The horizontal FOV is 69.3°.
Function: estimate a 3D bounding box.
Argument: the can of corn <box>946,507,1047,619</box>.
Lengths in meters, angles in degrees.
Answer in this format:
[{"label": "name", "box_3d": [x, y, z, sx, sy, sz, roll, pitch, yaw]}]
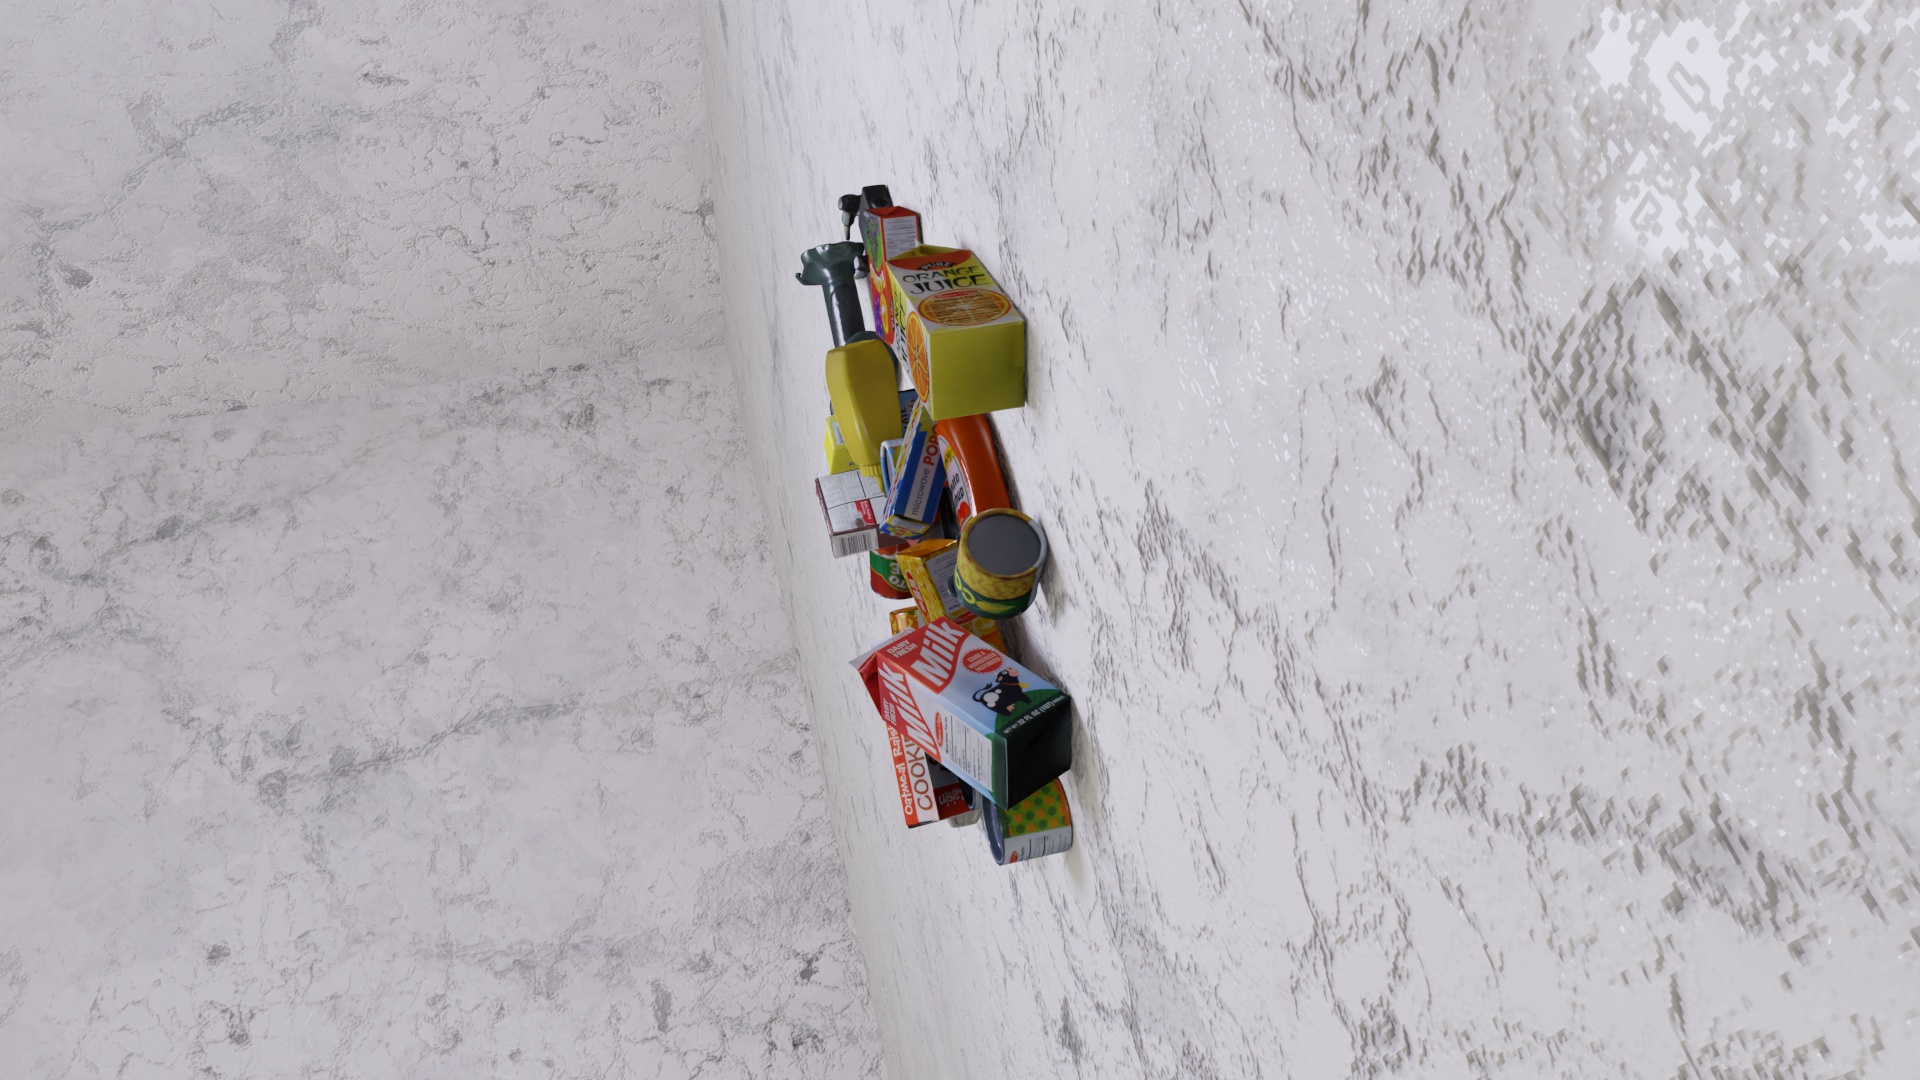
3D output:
[{"label": "can of corn", "box_3d": [0.027, 0.018, 1.048, 0.058, 0.071, 0.071, 100, 157, -56]}]

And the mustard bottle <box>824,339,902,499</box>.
[{"label": "mustard bottle", "box_3d": [-0.089, -0.114, 1.364, 0.049, 0.065, 0.159, 8, 112, 53]}]

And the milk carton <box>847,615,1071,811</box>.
[{"label": "milk carton", "box_3d": [-0.004, 0.123, 1.097, 0.191, 0.072, 0.073, 29, 134, 39]}]

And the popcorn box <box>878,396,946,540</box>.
[{"label": "popcorn box", "box_3d": [-0.032, -0.068, 1.213, 0.085, 0.038, 0.127, 139, 147, -76]}]

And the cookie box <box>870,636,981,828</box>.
[{"label": "cookie box", "box_3d": [-0.017, 0.168, 1.271, 0.040, 0.123, 0.167, -17, 80, 32]}]

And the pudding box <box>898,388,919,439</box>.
[{"label": "pudding box", "box_3d": [-0.052, -0.110, 1.406, 0.049, 0.030, 0.083, 176, 84, -78]}]

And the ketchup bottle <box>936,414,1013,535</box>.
[{"label": "ketchup bottle", "box_3d": [0.007, -0.070, 1.138, 0.064, 0.043, 0.149, 107, 151, -63]}]

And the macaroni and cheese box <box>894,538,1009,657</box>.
[{"label": "macaroni and cheese box", "box_3d": [0.002, 0.082, 1.199, 0.166, 0.040, 0.123, 67, 169, -5]}]

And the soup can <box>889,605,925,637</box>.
[{"label": "soup can", "box_3d": [-0.037, 0.109, 1.418, 0.071, 0.071, 0.083, 179, 82, -78]}]

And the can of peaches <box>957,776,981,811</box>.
[{"label": "can of peaches", "box_3d": [0.029, 0.195, 1.209, 0.071, 0.058, 0.071, 172, 88, -78]}]

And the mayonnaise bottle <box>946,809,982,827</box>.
[{"label": "mayonnaise bottle", "box_3d": [-0.013, 0.230, 1.478, 0.149, 0.041, 0.064, -111, 18, -47]}]

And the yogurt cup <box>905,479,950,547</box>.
[{"label": "yogurt cup", "box_3d": [-0.026, -0.018, 1.285, 0.072, 0.072, 0.054, 94, 154, -47]}]

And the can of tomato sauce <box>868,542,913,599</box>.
[{"label": "can of tomato sauce", "box_3d": [-0.064, 0.012, 1.476, 0.071, 0.071, 0.082, -117, 22, -54]}]

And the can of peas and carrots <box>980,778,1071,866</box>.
[{"label": "can of peas and carrots", "box_3d": [0.052, 0.222, 1.125, 0.071, 0.059, 0.071, 173, 88, -78]}]

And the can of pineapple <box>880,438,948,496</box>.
[{"label": "can of pineapple", "box_3d": [-0.041, -0.065, 1.326, 0.071, 0.058, 0.071, 172, 88, -78]}]

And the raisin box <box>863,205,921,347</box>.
[{"label": "raisin box", "box_3d": [-0.060, -0.250, 1.316, 0.086, 0.040, 0.123, -131, 35, -67]}]

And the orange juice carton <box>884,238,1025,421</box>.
[{"label": "orange juice carton", "box_3d": [-0.012, -0.169, 1.074, 0.193, 0.073, 0.071, -117, 21, -55]}]

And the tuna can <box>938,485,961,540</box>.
[{"label": "tuna can", "box_3d": [0.004, -0.015, 1.217, 0.071, 0.033, 0.071, 172, 88, -78]}]
